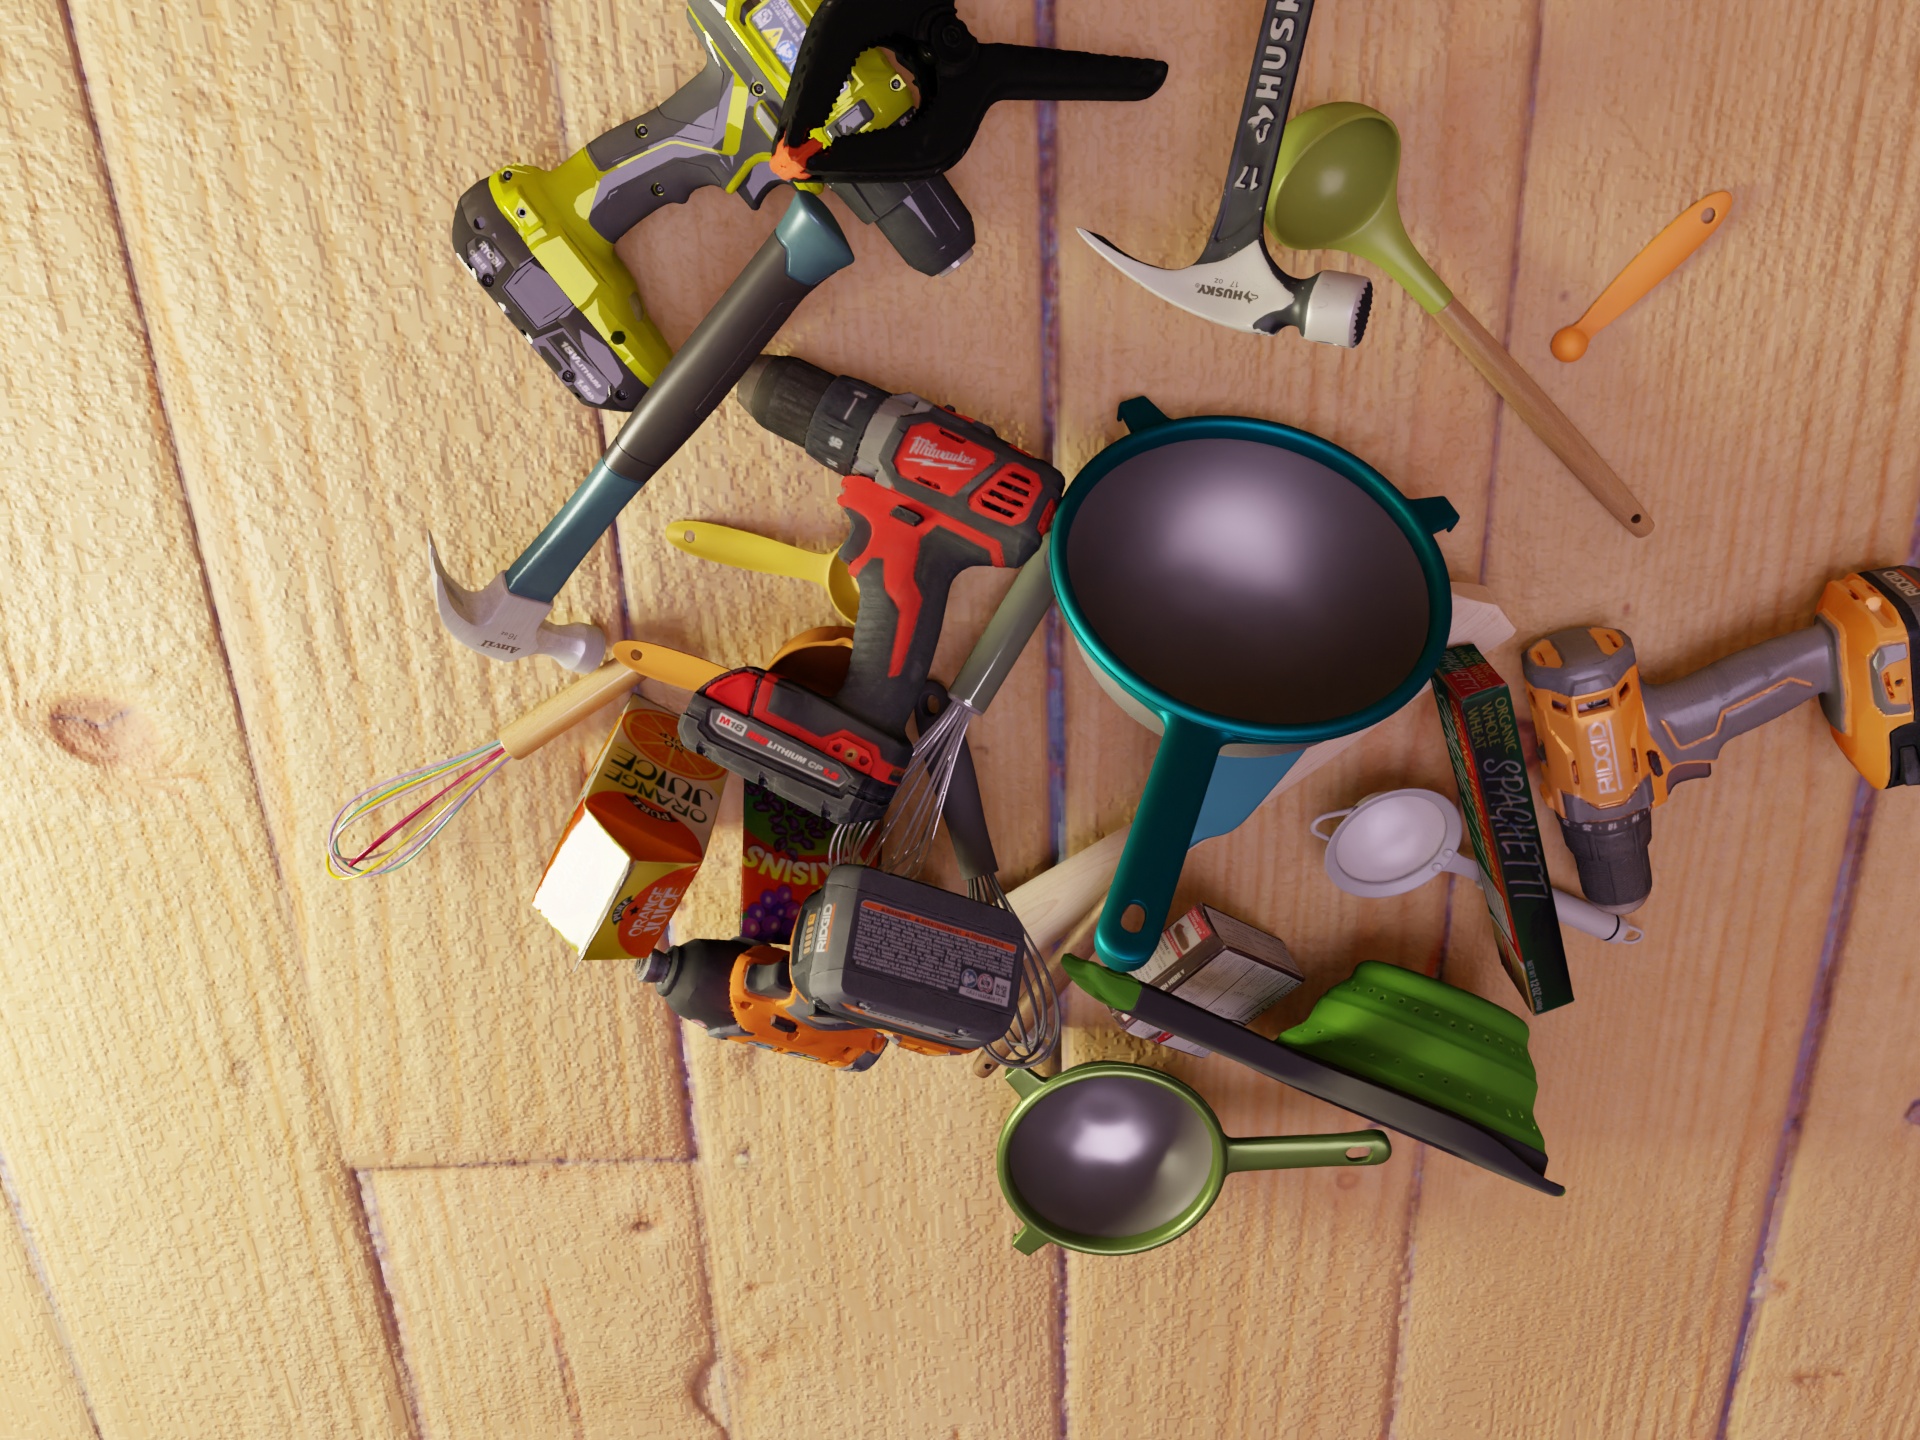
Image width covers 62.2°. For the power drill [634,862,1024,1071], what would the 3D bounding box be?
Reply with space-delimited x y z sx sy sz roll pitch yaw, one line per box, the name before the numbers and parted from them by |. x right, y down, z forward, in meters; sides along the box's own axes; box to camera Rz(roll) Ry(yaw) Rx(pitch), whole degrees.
power drill | -0.083 0.148 0.915 0.164 0.084 0.226 20 155 -24

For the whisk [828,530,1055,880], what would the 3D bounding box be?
whisk | -0.001 -0.003 0.917 0.057 0.059 0.246 31 91 -20

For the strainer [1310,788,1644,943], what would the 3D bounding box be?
strainer | 0.322 0.095 0.992 0.258 0.050 0.086 22 120 -15

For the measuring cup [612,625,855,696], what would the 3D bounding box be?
measuring cup | -0.115 -0.024 0.938 0.173 0.052 0.095 17 110 0

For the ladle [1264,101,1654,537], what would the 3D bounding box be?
ladle | 0.277 -0.201 0.850 0.320 0.062 0.078 40 111 -19

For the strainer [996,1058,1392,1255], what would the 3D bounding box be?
strainer | 0.151 0.274 1.058 0.256 0.069 0.151 -3 112 1

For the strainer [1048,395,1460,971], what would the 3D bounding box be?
strainer | 0.125 -0.007 0.822 0.211 0.341 0.095 20 148 6

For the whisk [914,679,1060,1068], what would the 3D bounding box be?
whisk | 0.009 0.091 0.949 0.055 0.055 0.239 -15 86 8

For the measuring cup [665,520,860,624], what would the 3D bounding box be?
measuring cup | -0.094 -0.094 0.924 0.156 0.029 0.062 14 107 8

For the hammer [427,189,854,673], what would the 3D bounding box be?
hammer | -0.165 -0.141 0.827 0.128 0.033 0.331 14 133 -44

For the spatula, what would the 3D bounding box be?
spatula | 0.090 0.111 0.962 0.082 0.044 0.317 27 121 -11

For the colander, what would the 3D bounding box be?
colander | 0.224 0.178 0.949 0.396 0.205 0.094 28 81 -31

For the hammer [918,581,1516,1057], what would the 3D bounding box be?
hammer | 0.154 0.059 0.962 0.410 0.038 0.146 -36 110 20

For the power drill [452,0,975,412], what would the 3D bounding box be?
power drill | -0.123 -0.263 0.816 0.228 0.080 0.190 -35 110 12

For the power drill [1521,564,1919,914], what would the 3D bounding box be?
power drill | 0.457 0.017 0.934 0.226 0.084 0.185 -14 114 12

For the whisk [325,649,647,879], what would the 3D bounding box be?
whisk | -0.290 0.030 0.969 0.245 0.047 0.051 -31 109 10

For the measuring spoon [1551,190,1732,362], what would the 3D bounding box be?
measuring spoon | 0.367 -0.237 0.854 0.021 0.011 0.117 40 109 -16

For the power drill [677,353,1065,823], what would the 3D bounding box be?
power drill | -0.070 -0.076 0.862 0.188 0.080 0.227 27 90 6

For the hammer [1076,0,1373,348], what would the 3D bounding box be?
hammer | 0.162 -0.390 0.739 0.149 0.036 0.409 16 105 21
